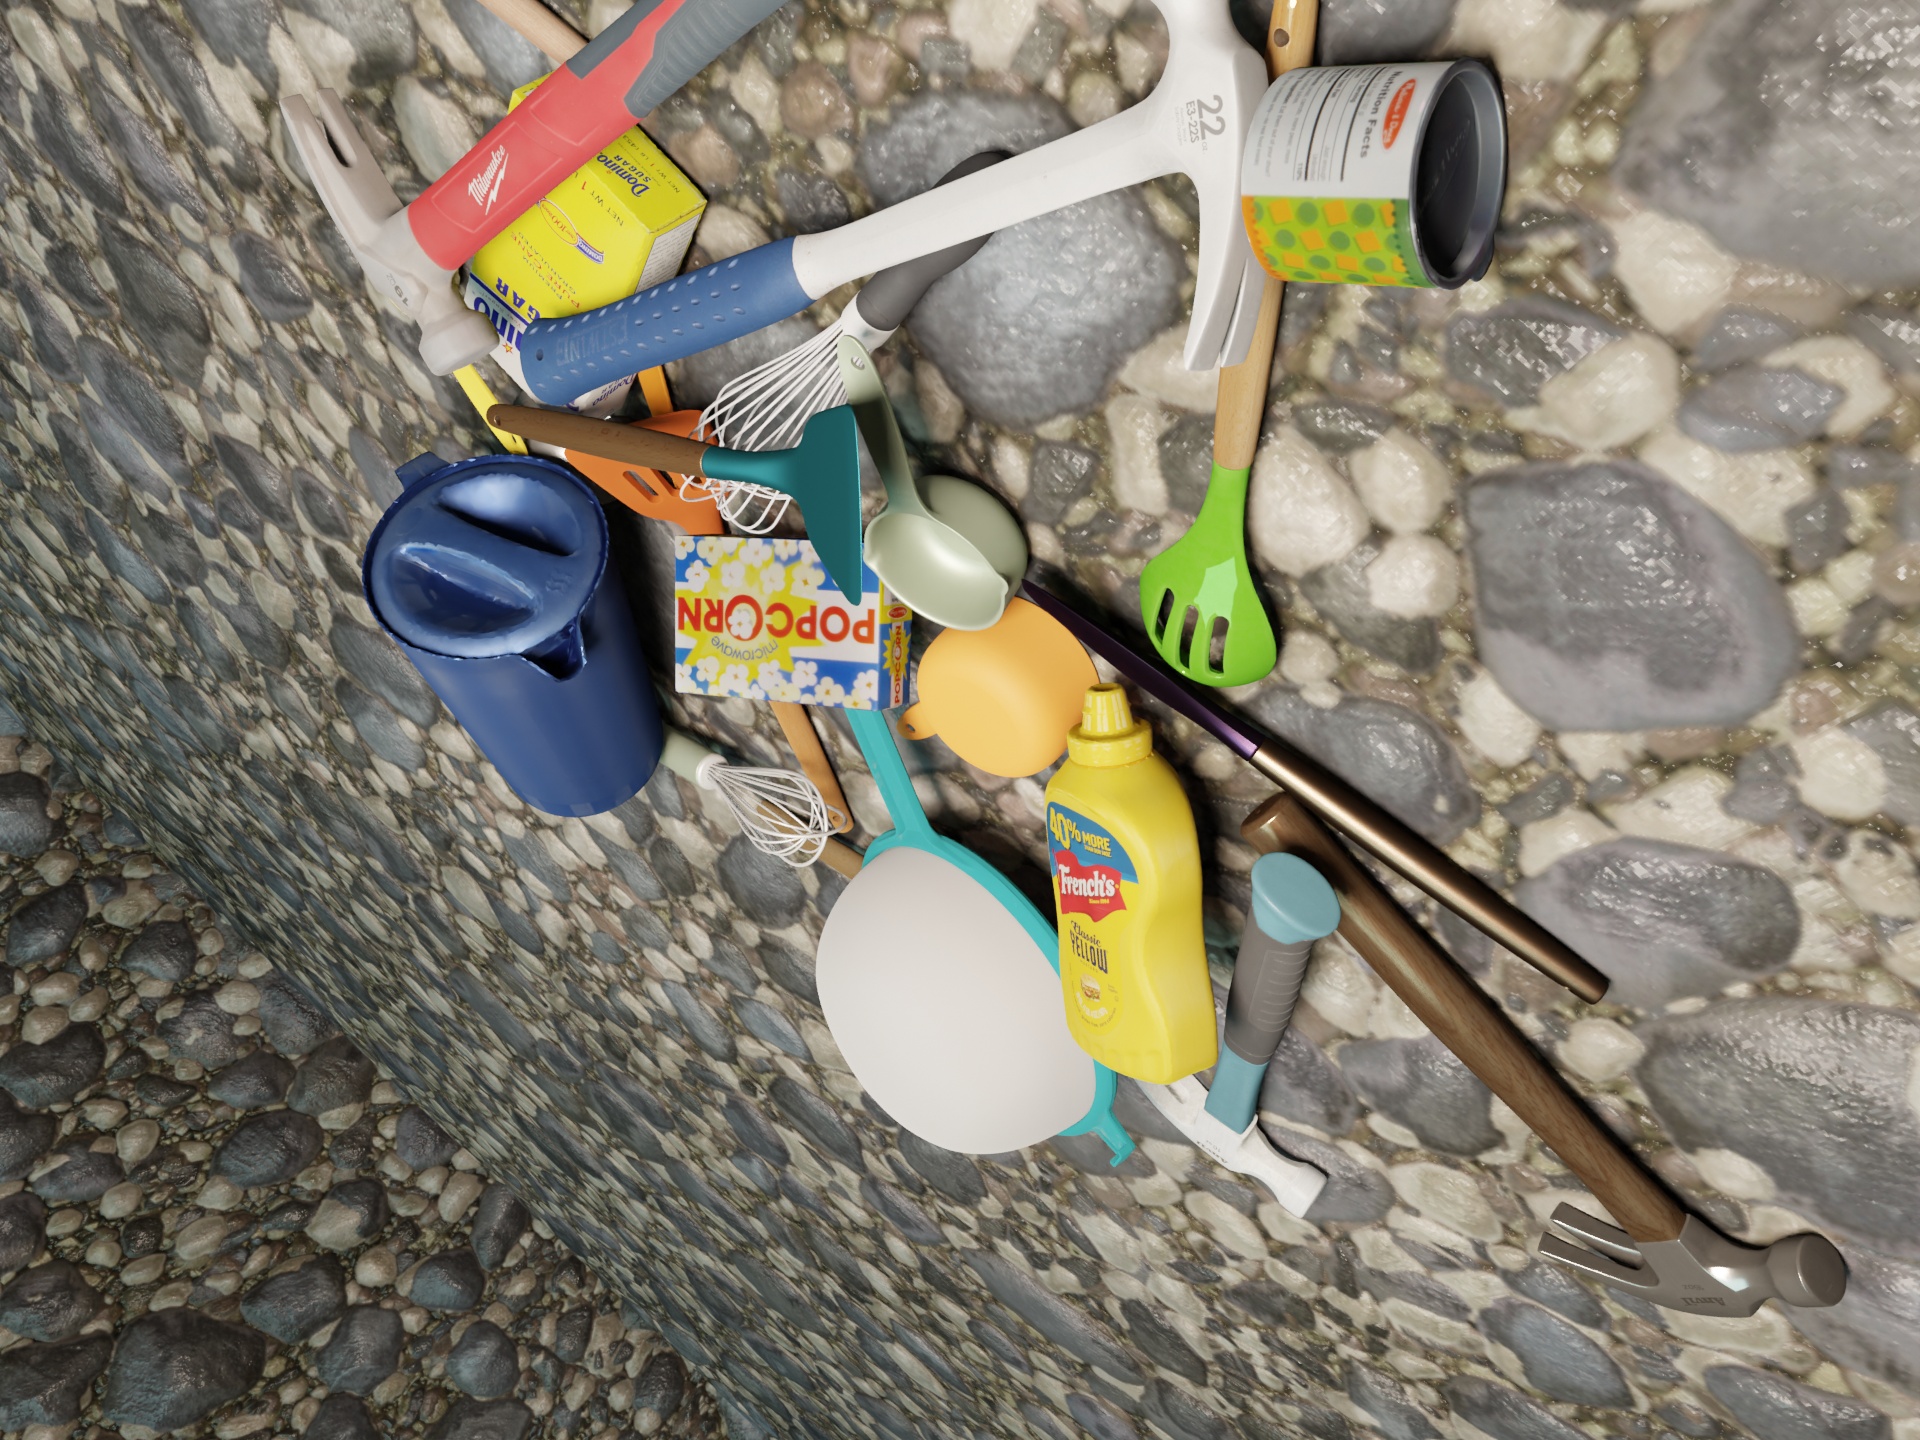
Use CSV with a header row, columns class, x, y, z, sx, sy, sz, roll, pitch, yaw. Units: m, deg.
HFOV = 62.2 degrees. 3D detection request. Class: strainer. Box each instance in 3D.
class,x,y,z,sx,sy,sz,roll,pitch,yaw
strainer,-0.038,0.118,0.893,0.211,0.095,0.340,9,126,52
strainer,-0.232,-0.112,0.978,0.087,0.050,0.258,21,146,12

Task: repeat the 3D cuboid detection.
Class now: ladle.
class,x,y,z,sx,sy,sz,roll,pitch,yaw
ladle,-0.013,0.111,0.998,0.320,0.062,0.078,27,151,36

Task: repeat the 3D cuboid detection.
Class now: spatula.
class,x,y,z,sx,sy,sz,roll,pitch,yaw
spatula,-0.141,-0.125,0.747,0.318,0.044,0.082,18,117,40
spatula,-0.123,-0.045,0.928,0.081,0.041,0.322,-14,128,11
spatula,0.156,0.028,0.723,0.316,0.018,0.059,36,179,9

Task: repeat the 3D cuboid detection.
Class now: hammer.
class,x,y,z,sx,sy,sz,roll,pitch,yaw
hammer,0.255,0.162,0.759,0.331,0.031,0.130,46,147,-2
hammer,-0.152,-0.274,0.650,0.386,0.038,0.143,-16,108,43
hammer,-0.053,-0.177,0.634,0.405,0.035,0.144,-4,100,44
hammer,0.155,0.166,0.841,0.128,0.033,0.330,32,152,22

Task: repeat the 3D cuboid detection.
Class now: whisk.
class,x,y,z,sx,sy,sz,roll,pitch,yaw
whisk,-0.155,0.035,1.031,0.246,0.059,0.057,24,117,48
whisk,-0.055,-0.163,0.716,0.070,0.070,0.284,48,143,-7

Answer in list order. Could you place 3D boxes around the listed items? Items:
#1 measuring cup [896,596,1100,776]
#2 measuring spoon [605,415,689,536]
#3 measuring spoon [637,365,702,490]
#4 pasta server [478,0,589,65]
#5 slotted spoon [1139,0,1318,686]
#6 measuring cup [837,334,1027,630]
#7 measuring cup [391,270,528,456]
class,x,y,z,sx,sy,sz,roll,pitch,yaw
measuring cup,-0.001,-0.003,0.833,0.095,0.052,0.173,50,145,-9
measuring spoon,-0.163,-0.126,0.913,0.034,0.018,0.124,-1,133,44
measuring spoon,-0.159,-0.172,0.859,0.021,0.011,0.116,21,137,37
pasta server,-0.281,-0.380,0.730,0.316,0.040,0.060,39,159,5
slotted spoon,0.105,-0.122,0.609,0.070,0.031,0.313,30,143,26
measuring cup,-0.017,-0.113,0.725,0.083,0.038,0.167,13,142,33
measuring cup,-0.280,-0.218,0.900,0.156,0.029,0.062,58,145,-5
